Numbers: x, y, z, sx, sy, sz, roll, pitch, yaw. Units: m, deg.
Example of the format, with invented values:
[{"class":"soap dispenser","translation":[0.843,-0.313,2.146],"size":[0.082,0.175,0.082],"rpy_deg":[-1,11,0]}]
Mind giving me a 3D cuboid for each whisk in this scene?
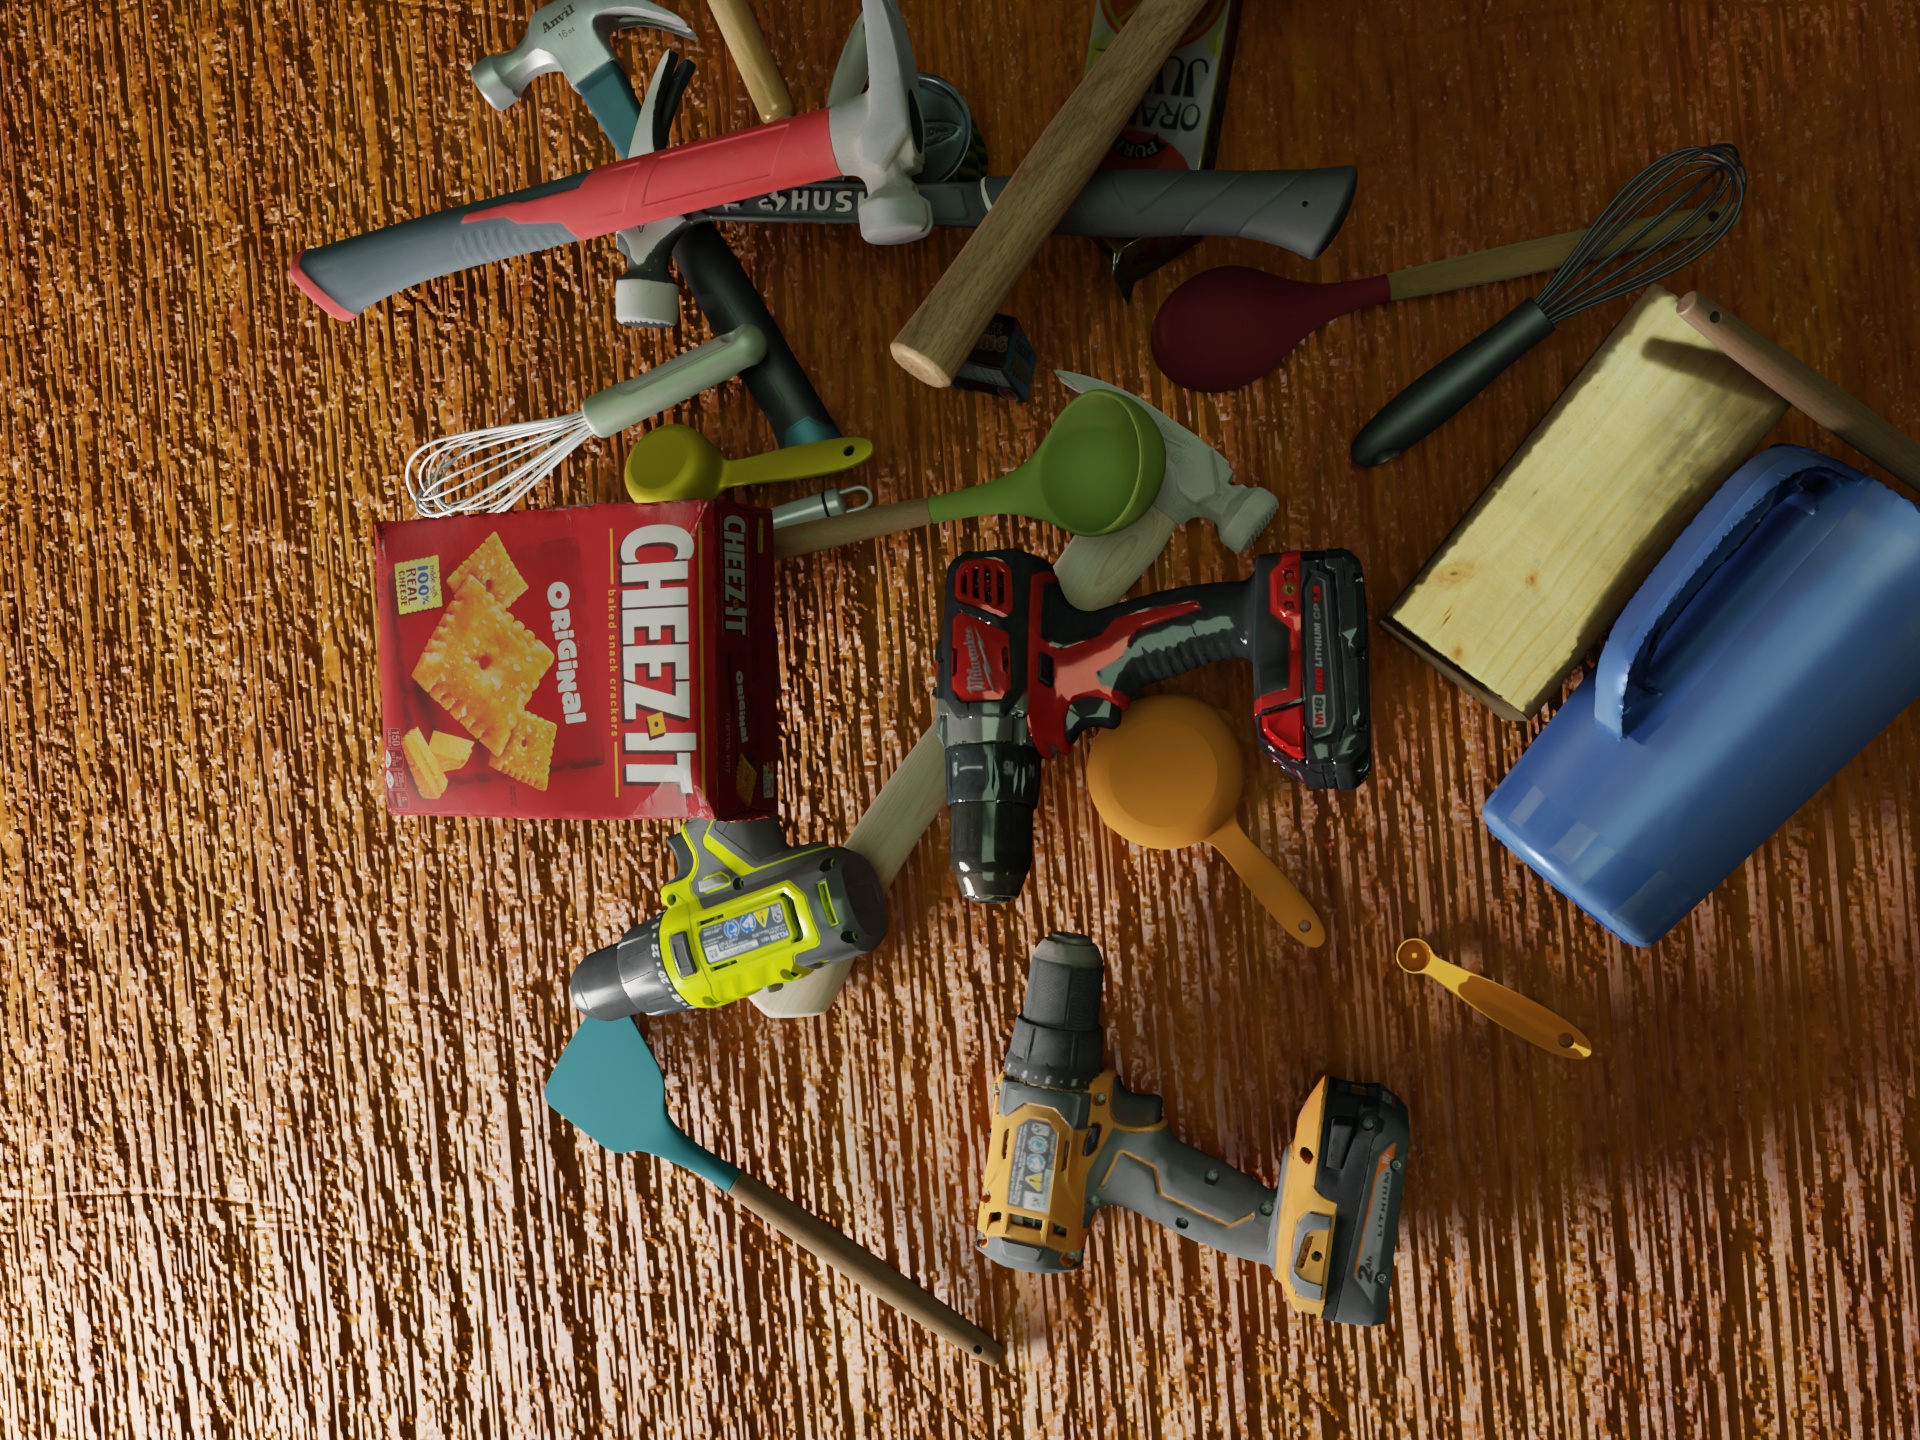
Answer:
[{"class":"whisk","translation":[0.306,-0.213,0.840],"size":[0.239,0.055,0.055],"rpy_deg":[-38,84,20]},{"class":"whisk","translation":[-0.153,-0.465,0.935],"size":[0.047,0.051,0.245],"rpy_deg":[-24,89,4]},{"class":"whisk","translation":[-0.221,-0.175,0.932],"size":[0.246,0.058,0.059],"rpy_deg":[-21,126,16]}]

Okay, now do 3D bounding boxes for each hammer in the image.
[{"class":"hammer","translation":[-0.160,-0.285,0.942],"size":[0.128,0.033,0.331],"rpy_deg":[-31,85,10]},{"class":"hammer","translation":[-0.001,-0.003,0.913],"size":[0.146,0.038,0.410],"rpy_deg":[38,97,10]},{"class":"hammer","translation":[0.001,-0.279,0.844],"size":[0.409,0.036,0.149],"rpy_deg":[6,99,18]},{"class":"hammer","translation":[-0.205,-0.299,0.873],"size":[0.386,0.038,0.143],"rpy_deg":[-7,93,19]},{"class":"hammer","translation":[0.068,-0.306,0.789],"size":[0.130,0.031,0.331],"rpy_deg":[32,82,18]}]

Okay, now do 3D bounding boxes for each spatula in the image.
[{"class":"spatula","translation":[0.468,-0.123,0.774],"size":[0.315,0.018,0.060],"rpy_deg":[27,96,-16]},{"class":"spatula","translation":[-0.108,0.283,0.943],"size":[0.317,0.044,0.082],"rpy_deg":[33,96,4]}]

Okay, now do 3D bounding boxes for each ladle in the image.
[{"class":"ladle","translation":[0.260,-0.240,0.867],"size":[0.315,0.031,0.069],"rpy_deg":[-11,90,9]},{"class":"ladle","translation":[-0.045,-0.113,0.873],"size":[0.320,0.062,0.078],"rpy_deg":[-11,79,13]}]

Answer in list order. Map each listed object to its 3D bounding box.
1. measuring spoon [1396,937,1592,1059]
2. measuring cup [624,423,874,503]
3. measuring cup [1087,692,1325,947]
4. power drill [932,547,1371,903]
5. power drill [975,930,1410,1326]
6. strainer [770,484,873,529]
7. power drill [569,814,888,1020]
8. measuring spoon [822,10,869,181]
[{"class":"measuring spoon","translation":[0.292,0.153,0.873],"size":[0.117,0.011,0.021],"rpy_deg":[29,94,6]},{"class":"measuring cup","translation":[-0.123,-0.149,0.903],"size":[0.156,0.029,0.062],"rpy_deg":[-5,68,24]},{"class":"measuring cup","translation":[0.141,0.060,0.877],"size":[0.095,0.052,0.174],"rpy_deg":[-42,81,8]},{"class":"power drill","translation":[0.095,0.000,0.823],"size":[0.227,0.080,0.188],"rpy_deg":[-2,78,16]},{"class":"power drill","translation":[0.127,0.221,0.871],"size":[0.226,0.084,0.185],"rpy_deg":[7,90,15]},{"class":"strainer","translation":[-0.175,-0.098,0.944],"size":[0.258,0.050,0.087],"rpy_deg":[-16,100,7]},{"class":"power drill","translation":[-0.160,0.052,0.907],"size":[0.190,0.080,0.228],"rpy_deg":[-20,81,18]},{"class":"measuring spoon","translation":[-0.067,-0.362,0.935],"size":[0.034,0.018,0.124],"rpy_deg":[19,87,10]}]
